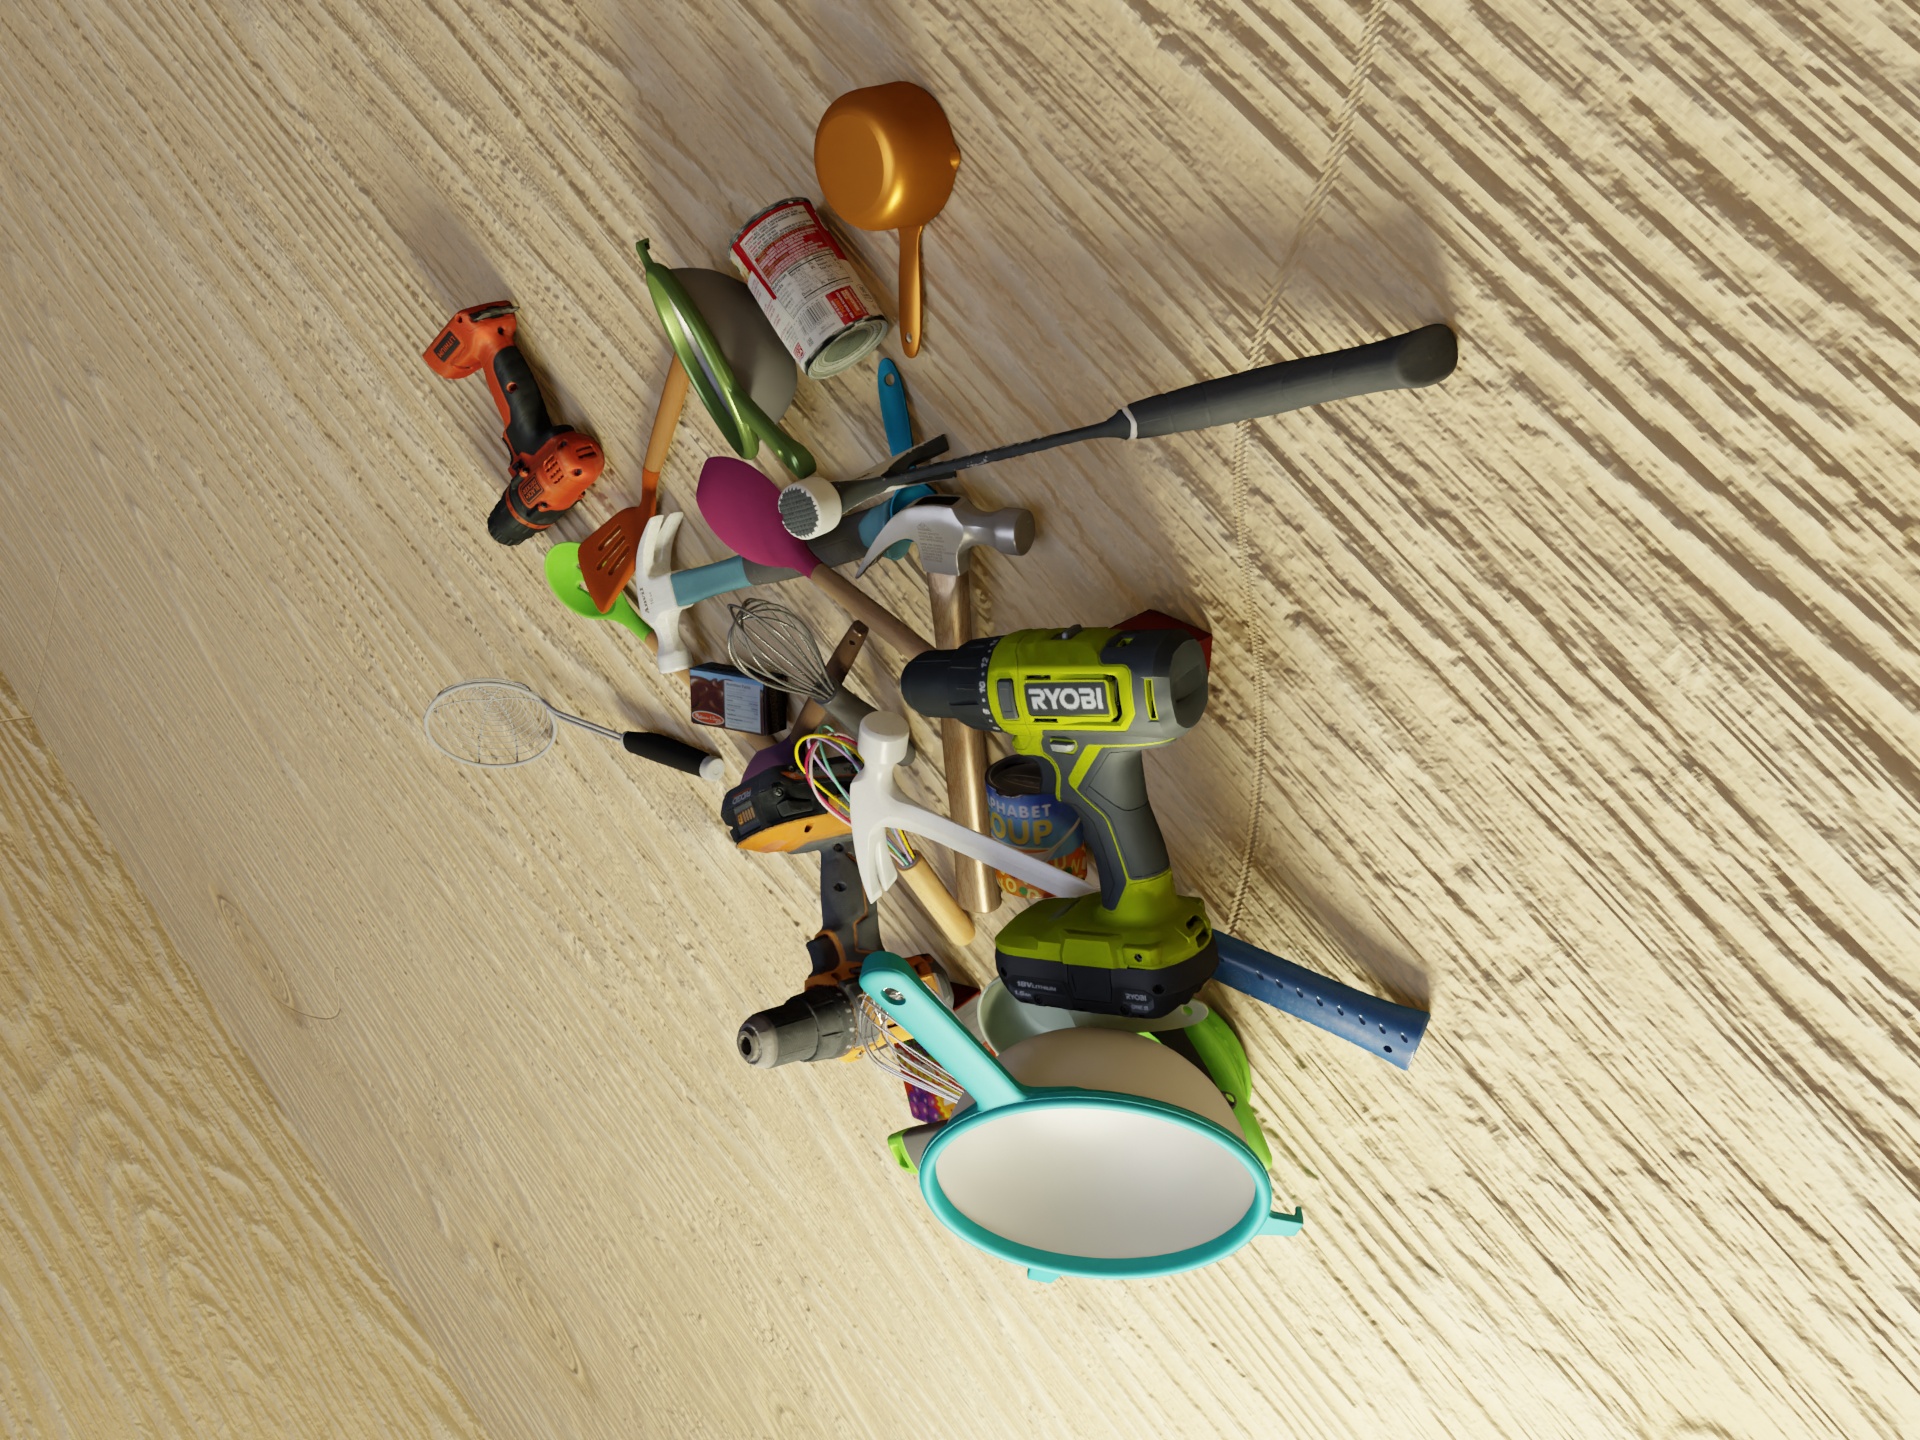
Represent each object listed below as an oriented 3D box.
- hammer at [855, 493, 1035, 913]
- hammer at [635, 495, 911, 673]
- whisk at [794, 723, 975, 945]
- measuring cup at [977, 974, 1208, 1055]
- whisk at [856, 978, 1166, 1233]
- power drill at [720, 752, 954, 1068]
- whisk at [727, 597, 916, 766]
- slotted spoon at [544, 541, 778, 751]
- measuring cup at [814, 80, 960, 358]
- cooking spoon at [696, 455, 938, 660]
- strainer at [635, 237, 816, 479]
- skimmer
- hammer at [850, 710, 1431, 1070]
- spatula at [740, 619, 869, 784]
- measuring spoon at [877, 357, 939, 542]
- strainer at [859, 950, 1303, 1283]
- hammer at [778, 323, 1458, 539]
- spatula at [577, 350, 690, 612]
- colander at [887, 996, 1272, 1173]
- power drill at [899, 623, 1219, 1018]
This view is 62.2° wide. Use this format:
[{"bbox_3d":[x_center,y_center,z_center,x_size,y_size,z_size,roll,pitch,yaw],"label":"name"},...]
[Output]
[{"bbox_3d":[-0.002,-0.004,1.137,0.130,0.031,0.331,11,123,27],"label":"hammer"},{"bbox_3d":[-0.153,-0.120,1.241,0.331,0.033,0.128,-9,97,46],"label":"hammer"},{"bbox_3d":[-0.052,0.089,1.182,0.244,0.047,0.051,57,-172,-37],"label":"whisk"},{"bbox_3d":[0.089,0.184,1.018,0.167,0.038,0.083,-13,106,34],"label":"measuring cup"},{"bbox_3d":[0.038,0.270,1.095,0.285,0.070,0.070,33,132,23],"label":"whisk"},{"bbox_3d":[-0.112,0.149,1.210,0.084,0.185,0.226,-28,76,45],"label":"power drill"},{"bbox_3d":[-0.093,-0.020,1.135,0.055,0.055,0.238,23,168,37],"label":"whisk"},{"bbox_3d":[-0.255,-0.056,1.393,0.314,0.031,0.070,41,125,21],"label":"slotted spoon"},{"bbox_3d":[-0.050,-0.315,1.019,0.095,0.052,0.173,19,122,39],"label":"measuring cup"},{"bbox_3d":[-0.082,-0.090,1.100,0.319,0.017,0.068,38,125,26],"label":"cooking spoon"},{"bbox_3d":[-0.136,-0.239,1.094,0.257,0.069,0.151,49,165,46],"label":"strainer"},{"bbox_3d":[-0.368,0.030,1.509,0.363,0.090,0.127,15,153,38],"label":"skimmer"},{"bbox_3d":[0.103,0.127,1.039,0.406,0.035,0.144,23,127,20],"label":"hammer"},{"bbox_3d":[-0.119,0.004,1.245,0.059,0.018,0.315,27,148,-6],"label":"spatula"},{"bbox_3d":[-0.035,-0.188,1.105,0.042,0.021,0.128,-8,96,33],"label":"measuring spoon"},{"bbox_3d":[0.049,0.212,0.946,0.211,0.095,0.340,-21,127,27],"label":"strainer"},{"bbox_3d":[0.086,-0.169,0.925,0.409,0.149,0.036,-6,107,38],"label":"hammer"},{"bbox_3d":[-0.253,-0.224,1.288,0.081,0.041,0.322,62,142,31],"label":"spatula"},{"bbox_3d":[0.085,0.278,1.163,0.397,0.094,0.204,-27,90,49],"label":"colander"},{"bbox_3d":[0.062,0.054,0.957,0.190,0.080,0.228,0,109,33],"label":"power drill"}]
